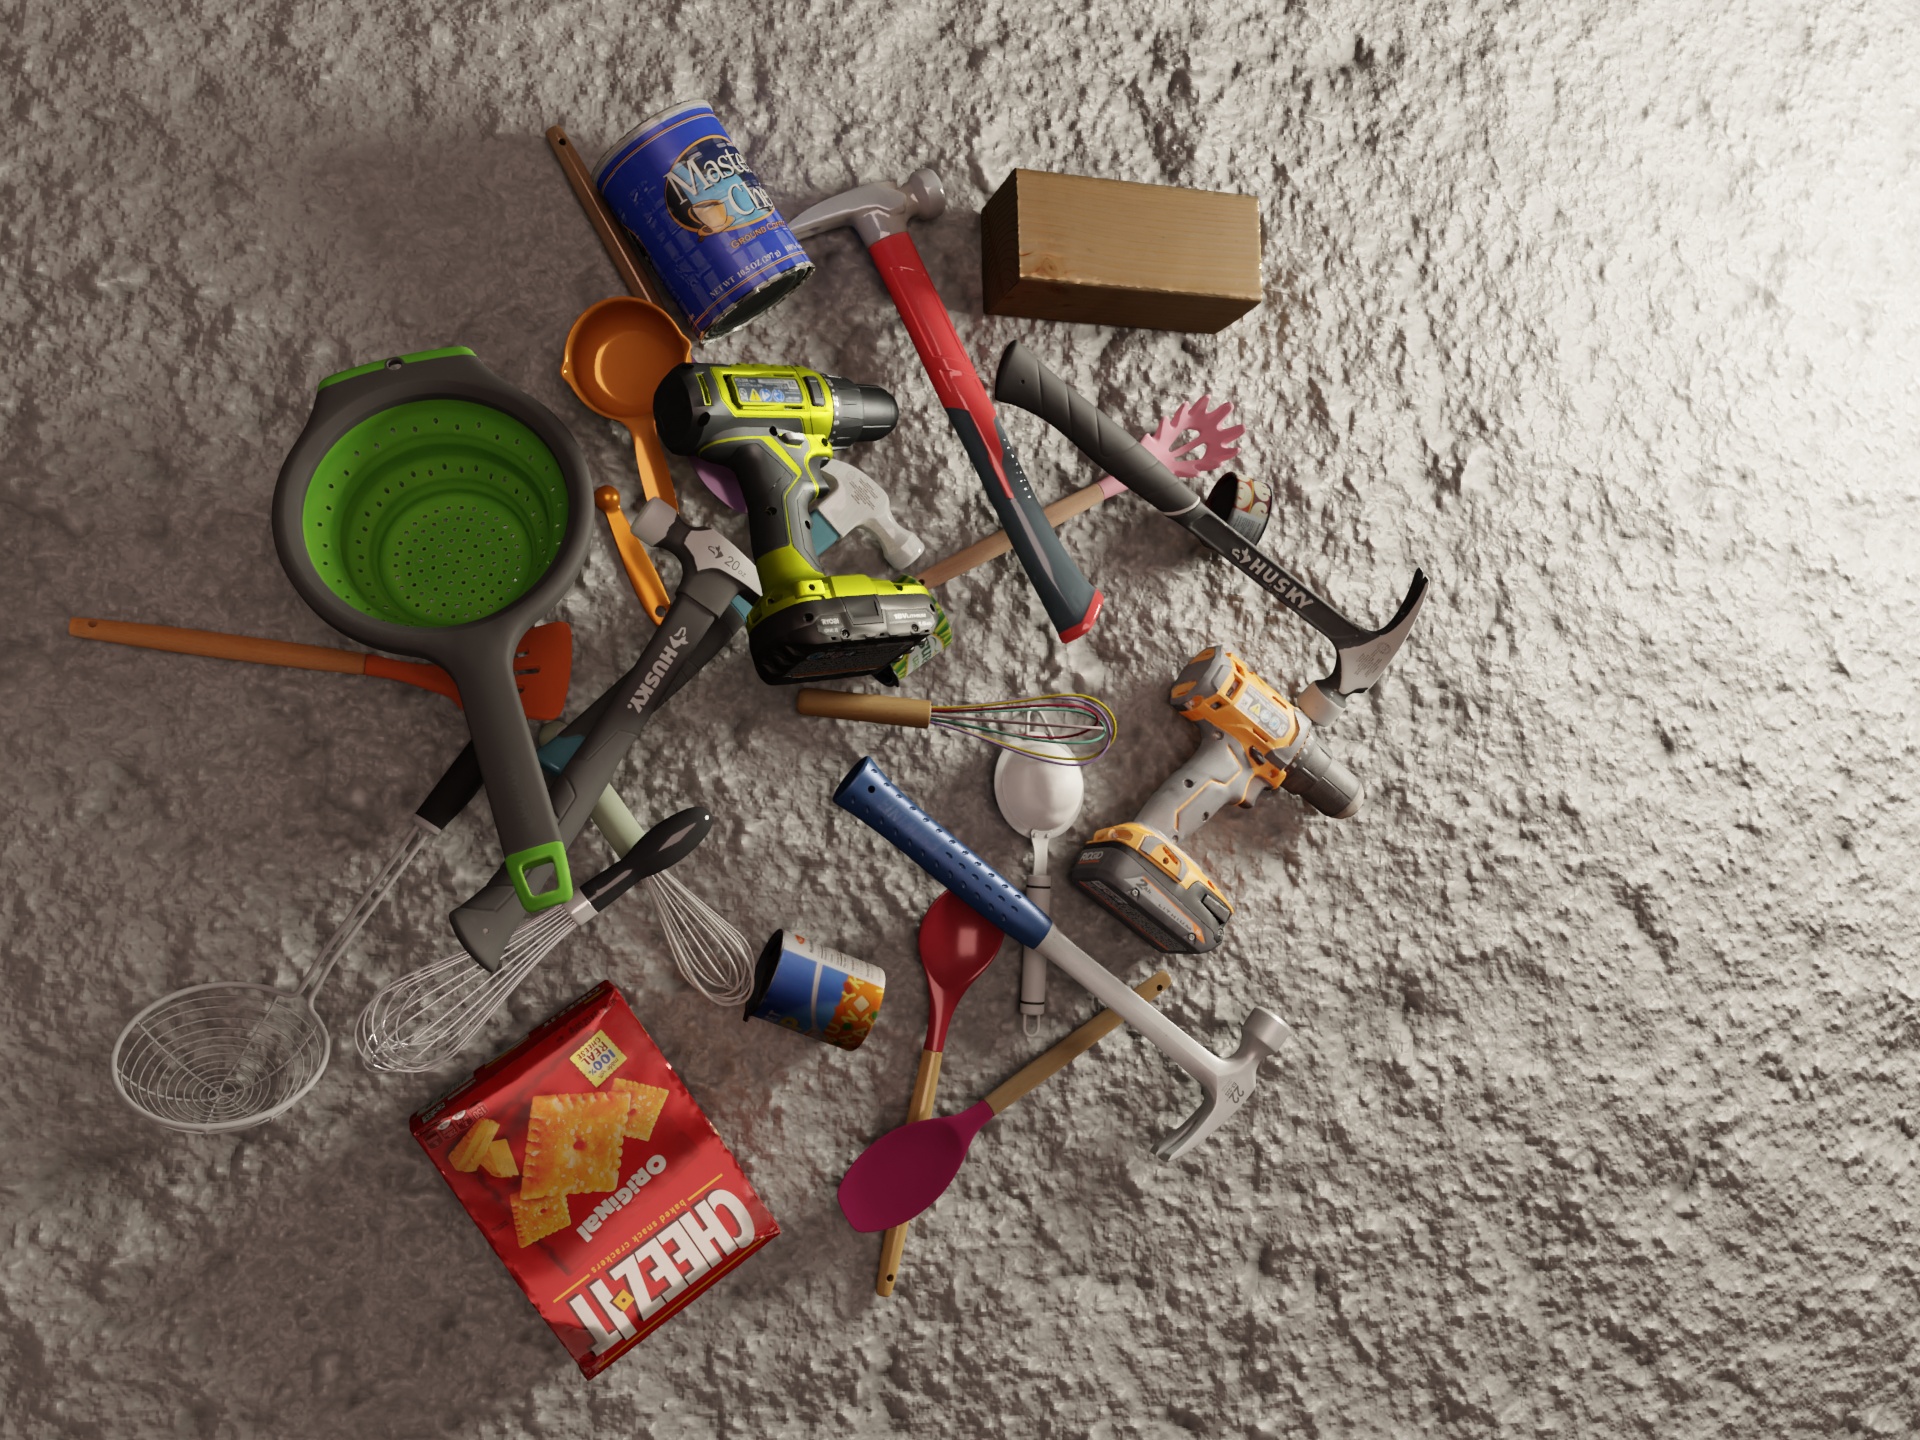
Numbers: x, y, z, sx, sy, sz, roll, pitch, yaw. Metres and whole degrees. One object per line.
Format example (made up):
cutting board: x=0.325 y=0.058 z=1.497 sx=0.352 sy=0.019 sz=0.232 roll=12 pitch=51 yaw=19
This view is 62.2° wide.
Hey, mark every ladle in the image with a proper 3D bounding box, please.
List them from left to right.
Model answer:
ladle: x=-0.025 y=0.276 z=1.204 sx=0.069 sy=0.031 sz=0.315 roll=15 pitch=83 yaw=-20

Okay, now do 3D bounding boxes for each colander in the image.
colander: x=-0.323 y=-0.053 z=1.061 sx=0.204 sy=0.094 sz=0.397 roll=-17 pitch=74 yaw=-13

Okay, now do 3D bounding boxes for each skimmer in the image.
skimmer: x=-0.406 y=0.110 z=1.061 sx=0.127 sy=0.090 sz=0.363 roll=28 pitch=73 yaw=18

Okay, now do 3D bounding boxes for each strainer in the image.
strainer: x=0.064 y=0.118 z=1.241 sx=0.086 sy=0.050 sz=0.258 roll=4 pitch=87 yaw=-32

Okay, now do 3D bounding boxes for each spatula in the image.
spatula: x=-0.433 y=-0.047 z=1.090 sx=0.322 sy=0.041 sz=0.081 roll=7 pitch=60 yaw=-16
spatula: x=-0.227 y=-0.299 z=1.190 sx=0.060 sy=0.018 sz=0.316 roll=-30 pitch=96 yaw=-19

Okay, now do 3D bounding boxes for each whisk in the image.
whisk: x=-0.288 y=0.148 z=1.091 sx=0.284 sy=0.070 sz=0.070 roll=-36 pitch=97 yaw=-9
whisk: x=-0.227 y=0.104 z=1.146 sx=0.246 sy=0.059 sz=0.058 roll=55 pitch=36 yaw=-3
whisk: x=-0.002 y=-0.006 z=1.211 sx=0.245 sy=0.047 sz=0.051 roll=6 pitch=45 yaw=-5

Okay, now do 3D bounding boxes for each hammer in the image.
hammer: x=-0.238 y=0.020 z=1.089 sx=0.146 sy=0.035 sz=0.335 roll=35 pitch=73 yaw=-18
hammer: x=-0.176 y=-0.071 z=1.162 sx=0.331 sy=0.033 sz=0.128 roll=-46 pitch=104 yaw=-21
hammer: x=-0.005 y=-0.232 z=1.228 sx=0.143 sy=0.038 sz=0.386 roll=-25 pitch=88 yaw=-17
hammer: x=0.066 y=0.174 z=1.203 sx=0.405 sy=0.035 sz=0.144 roll=40 pitch=79 yaw=-13
hammer: x=0.191 y=-0.160 z=1.245 sx=0.408 sy=0.036 sz=0.149 roll=35 pitch=111 yaw=-16

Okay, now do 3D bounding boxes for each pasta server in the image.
pasta server: x=0.091 y=-0.174 z=1.272 sx=0.316 sy=0.040 sz=0.060 roll=-29 pitch=88 yaw=-17

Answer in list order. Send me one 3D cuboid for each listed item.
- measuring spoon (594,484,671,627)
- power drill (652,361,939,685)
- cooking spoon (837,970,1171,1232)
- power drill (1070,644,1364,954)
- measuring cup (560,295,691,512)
measuring spoon: x=-0.240 y=-0.120 z=1.174 sx=0.021 sy=0.011 sz=0.117 roll=-26 pitch=94 yaw=-18
power drill: x=-0.100 y=-0.149 z=1.128 sx=0.190 sy=0.080 sz=0.229 roll=-8 pitch=73 yaw=-40
cooking spoon: x=0.041 y=0.282 z=1.215 sx=0.319 sy=0.017 sz=0.068 roll=-31 pitch=105 yaw=-23
power drill: x=0.213 y=0.079 z=1.272 sx=0.185 sy=0.084 sz=0.226 roll=38 pitch=71 yaw=-13
measuring cup: x=-0.230 y=-0.219 z=1.161 sx=0.095 sy=0.052 sz=0.173 roll=-13 pitch=97 yaw=-1
